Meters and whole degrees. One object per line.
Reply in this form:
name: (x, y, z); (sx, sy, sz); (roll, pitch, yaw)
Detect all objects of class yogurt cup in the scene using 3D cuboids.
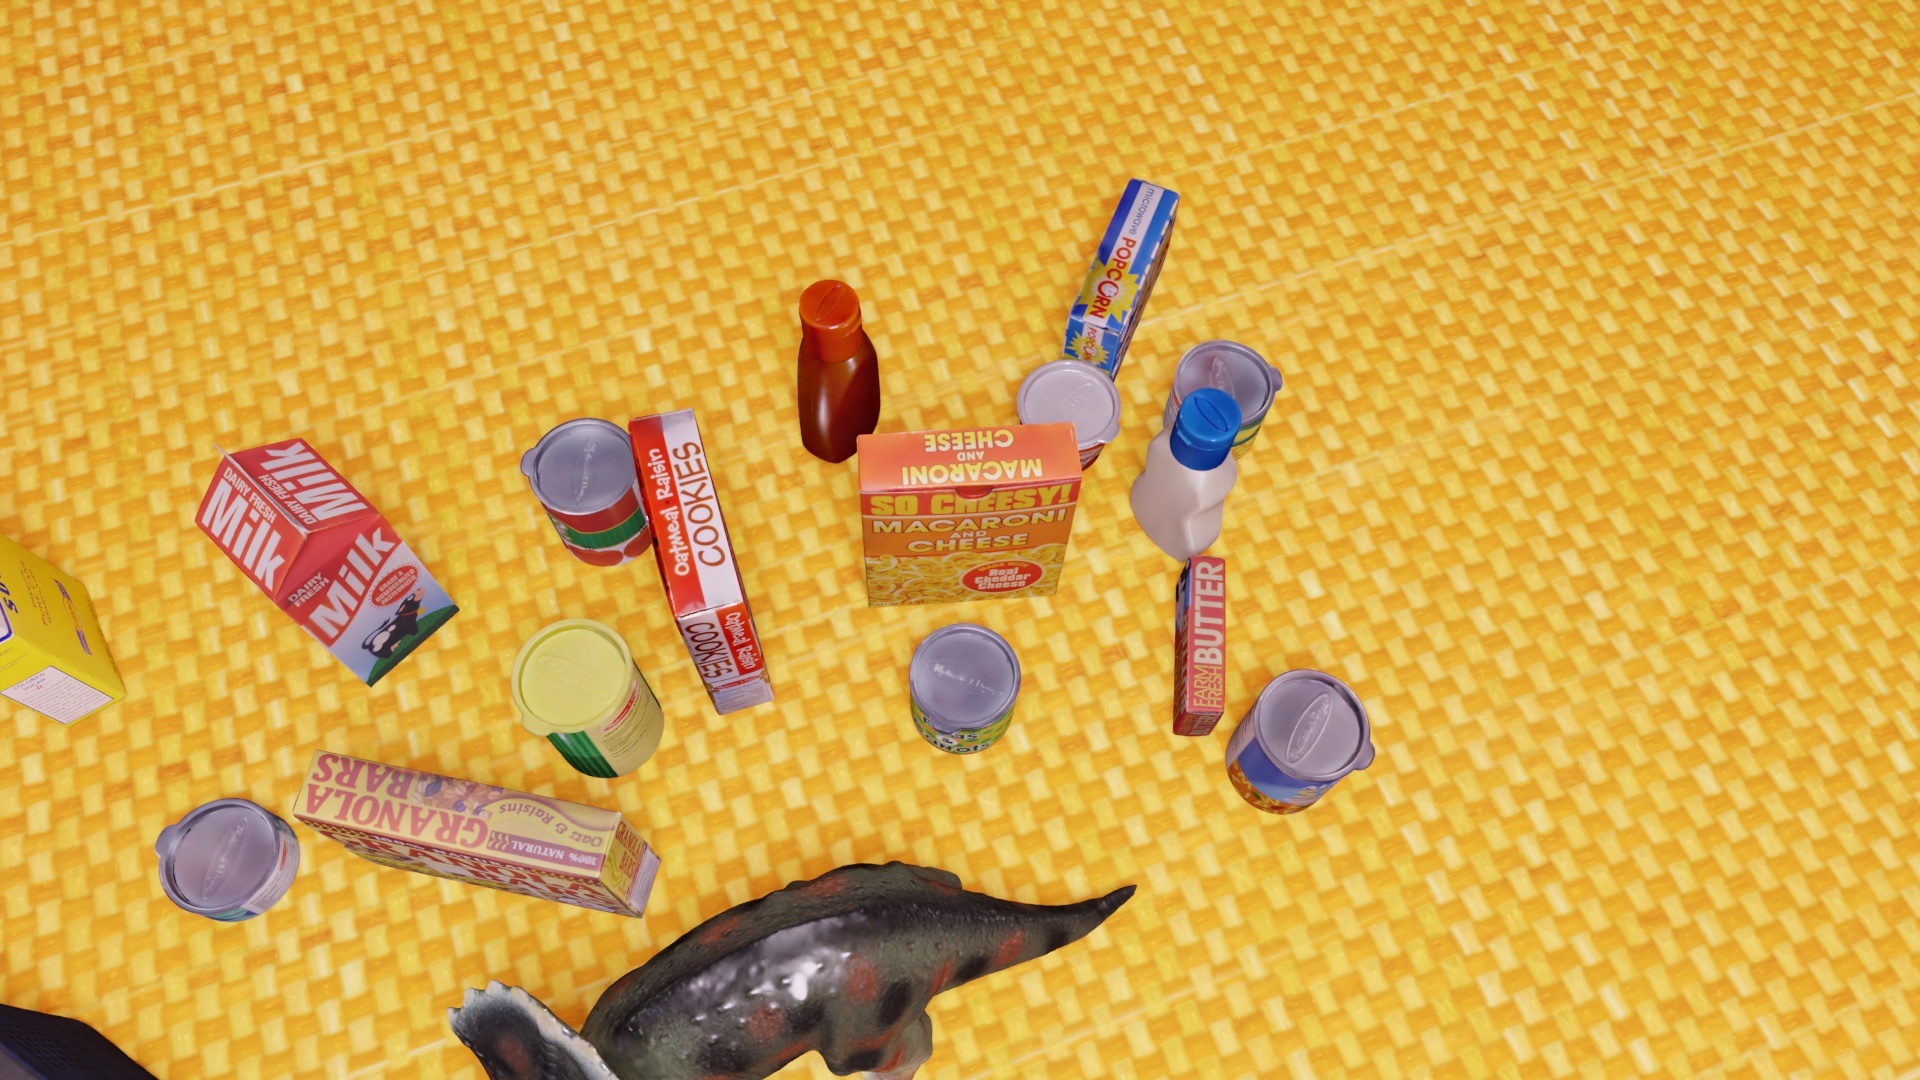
yogurt cup: (0.070, -0.079, 0.926); (0.072, 0.053, 0.072); (1, 65, -1)

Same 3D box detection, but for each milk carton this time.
milk carton: (-0.364, 0.009, 0.796); (0.072, 0.189, 0.074); (39, 70, 15)

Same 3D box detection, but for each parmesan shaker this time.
parmesan shaker: (-0.216, 0.096, 0.808); (0.071, 0.102, 0.071); (1, 65, -1)

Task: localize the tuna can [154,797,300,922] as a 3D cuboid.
tuna can: (-0.422, 0.184, 0.799); (0.071, 0.032, 0.071); (1, 65, -1)

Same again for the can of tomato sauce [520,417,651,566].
can of tomato sauce: (-0.231, -0.028, 0.876); (0.071, 0.082, 0.071); (1, 65, -1)

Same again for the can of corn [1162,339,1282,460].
can of corn: (0.175, -0.091, 0.933); (0.071, 0.058, 0.071); (1, 65, -1)

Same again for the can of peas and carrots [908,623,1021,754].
can of peas and carrots: (0.001, 0.093, 0.841); (0.071, 0.058, 0.071); (1, 65, -1)

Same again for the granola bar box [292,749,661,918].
granola bar box: (-0.259, 0.165, 0.763); (0.166, 0.123, 0.039); (11, 66, 3)

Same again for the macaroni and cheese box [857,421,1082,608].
macaroni and cheese box: (0.003, -0.010, 0.830); (0.124, 0.165, 0.040); (-4, 66, -4)

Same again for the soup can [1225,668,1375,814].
soup can: (0.199, 0.122, 0.820); (0.071, 0.083, 0.071); (1, 65, -1)

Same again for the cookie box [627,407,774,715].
cookie box: (-0.150, 0.017, 0.811); (0.040, 0.166, 0.123); (-16, 67, -9)

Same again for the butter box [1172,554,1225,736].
butter box: (0.148, 0.066, 0.861); (0.024, 0.053, 0.104); (5, 65, 1)

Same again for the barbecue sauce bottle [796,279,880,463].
barbecue sauce bottle: (-0.079, -0.108, 0.883); (0.044, 0.148, 0.065); (28, 68, 11)

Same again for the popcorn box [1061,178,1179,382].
popcorn box: (0.109, -0.172, 0.953); (0.038, 0.085, 0.127); (21, 66, 8)

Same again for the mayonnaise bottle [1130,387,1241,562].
mayonnaise bottle: (0.142, -0.042, 0.859); (0.041, 0.147, 0.065); (-33, 70, -15)
